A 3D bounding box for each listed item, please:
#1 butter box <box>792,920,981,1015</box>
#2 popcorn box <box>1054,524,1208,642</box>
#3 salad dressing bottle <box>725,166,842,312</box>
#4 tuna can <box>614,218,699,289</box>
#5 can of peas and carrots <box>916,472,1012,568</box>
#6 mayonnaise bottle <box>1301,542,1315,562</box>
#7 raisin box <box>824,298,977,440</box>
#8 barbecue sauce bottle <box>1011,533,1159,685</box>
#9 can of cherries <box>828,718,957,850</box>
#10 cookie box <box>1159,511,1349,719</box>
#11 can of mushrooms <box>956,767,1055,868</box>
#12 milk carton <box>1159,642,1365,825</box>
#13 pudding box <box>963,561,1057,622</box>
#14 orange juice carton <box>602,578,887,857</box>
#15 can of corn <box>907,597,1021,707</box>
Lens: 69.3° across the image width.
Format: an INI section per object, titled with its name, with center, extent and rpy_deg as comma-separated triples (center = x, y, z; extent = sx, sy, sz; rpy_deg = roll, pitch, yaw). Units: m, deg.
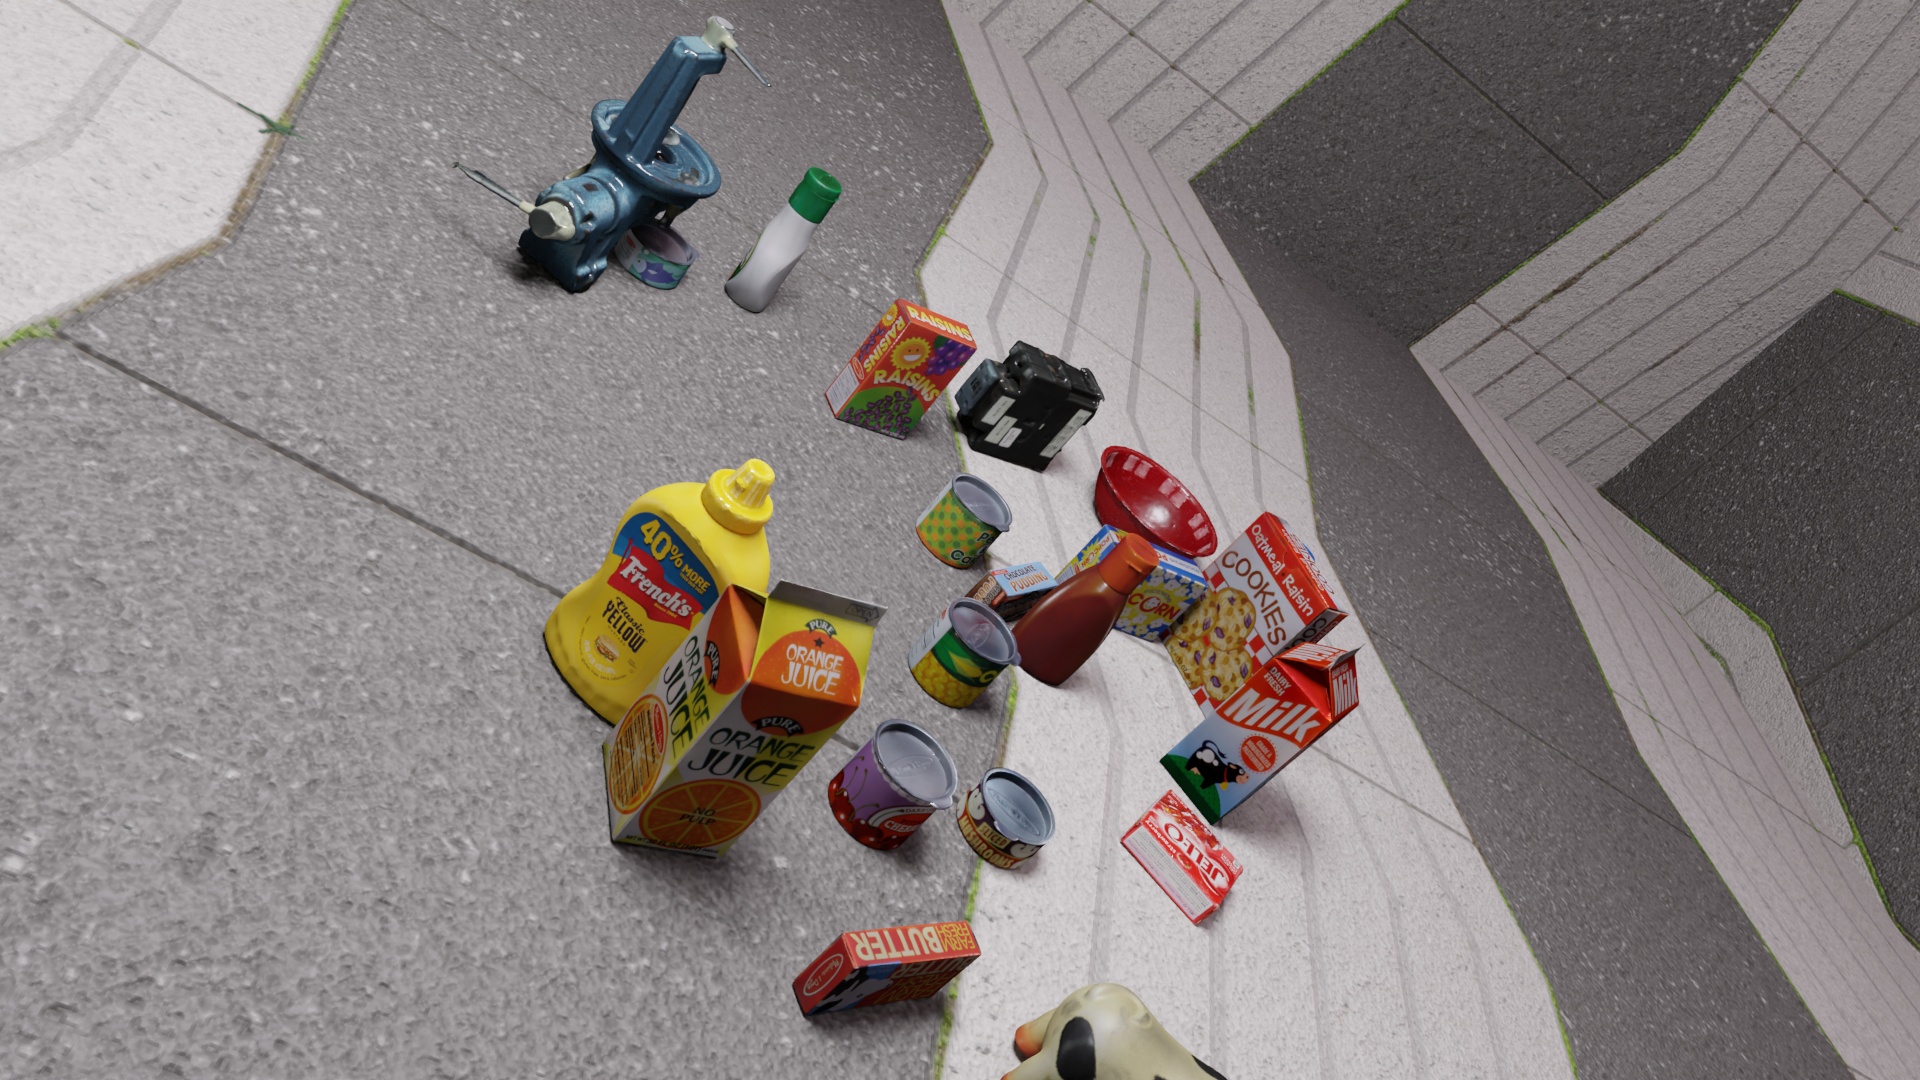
[butter box]
center = -0.041, 0.247, 0.807
extent = 0.103, 0.053, 0.024
rpy_deg = 10, 41, -45
[popcorn box]
center = 0.161, 0.042, 1.321
extent = 0.127, 0.085, 0.038
rpy_deg = 21, 34, -34
[salad dressing bottle]
center = -0.165, -0.283, 1.305
extent = 0.044, 0.147, 0.064
rpy_deg = 38, 28, -7
[tuna can]
center = -0.275, -0.260, 1.258
extent = 0.071, 0.032, 0.071
rpy_deg = 31, 30, -20
[can of peas and carrots]
center = 0.004, -0.015, 1.234
extent = 0.071, 0.058, 0.071
rpy_deg = 31, 29, -20
[mayonnaise bottle]
center = 0.292, 0.058, 1.396
extent = 0.041, 0.147, 0.065
rpy_deg = 51, 29, 17
[raisin box]
center = -0.055, -0.158, 1.292
extent = 0.086, 0.123, 0.040
rpy_deg = 16, 37, -40
[barbecue sauce bottle]
center = 0.105, 0.056, 1.163
extent = 0.065, 0.148, 0.044
rpy_deg = 36, 28, -11
[can of cherries]
center = -0.044, 0.164, 0.917
extent = 0.071, 0.058, 0.072
rpy_deg = 31, 29, -20
[cookie box]
center = 0.273, 0.074, 1.329
extent = 0.040, 0.166, 0.123
rpy_deg = 15, 38, -41
[can of mushrooms]
center = 0.031, 0.199, 0.989
extent = 0.071, 0.033, 0.071
rpy_deg = 31, 30, -20
[milk carton]
center = 0.267, 0.152, 1.185
extent = 0.073, 0.189, 0.072
rpy_deg = 51, 29, 17
[pudding box]
center = 0.041, 0.047, 1.201
extent = 0.030, 0.049, 0.084
rpy_deg = 52, 29, 19
[orange juice carton]
center = -0.122, 0.091, 0.778
extent = 0.072, 0.192, 0.073
rpy_deg = 20, 34, -36
[can of corn]
center = 0.003, 0.089, 1.083
extent = 0.071, 0.058, 0.071
rpy_deg = 31, 29, -20
